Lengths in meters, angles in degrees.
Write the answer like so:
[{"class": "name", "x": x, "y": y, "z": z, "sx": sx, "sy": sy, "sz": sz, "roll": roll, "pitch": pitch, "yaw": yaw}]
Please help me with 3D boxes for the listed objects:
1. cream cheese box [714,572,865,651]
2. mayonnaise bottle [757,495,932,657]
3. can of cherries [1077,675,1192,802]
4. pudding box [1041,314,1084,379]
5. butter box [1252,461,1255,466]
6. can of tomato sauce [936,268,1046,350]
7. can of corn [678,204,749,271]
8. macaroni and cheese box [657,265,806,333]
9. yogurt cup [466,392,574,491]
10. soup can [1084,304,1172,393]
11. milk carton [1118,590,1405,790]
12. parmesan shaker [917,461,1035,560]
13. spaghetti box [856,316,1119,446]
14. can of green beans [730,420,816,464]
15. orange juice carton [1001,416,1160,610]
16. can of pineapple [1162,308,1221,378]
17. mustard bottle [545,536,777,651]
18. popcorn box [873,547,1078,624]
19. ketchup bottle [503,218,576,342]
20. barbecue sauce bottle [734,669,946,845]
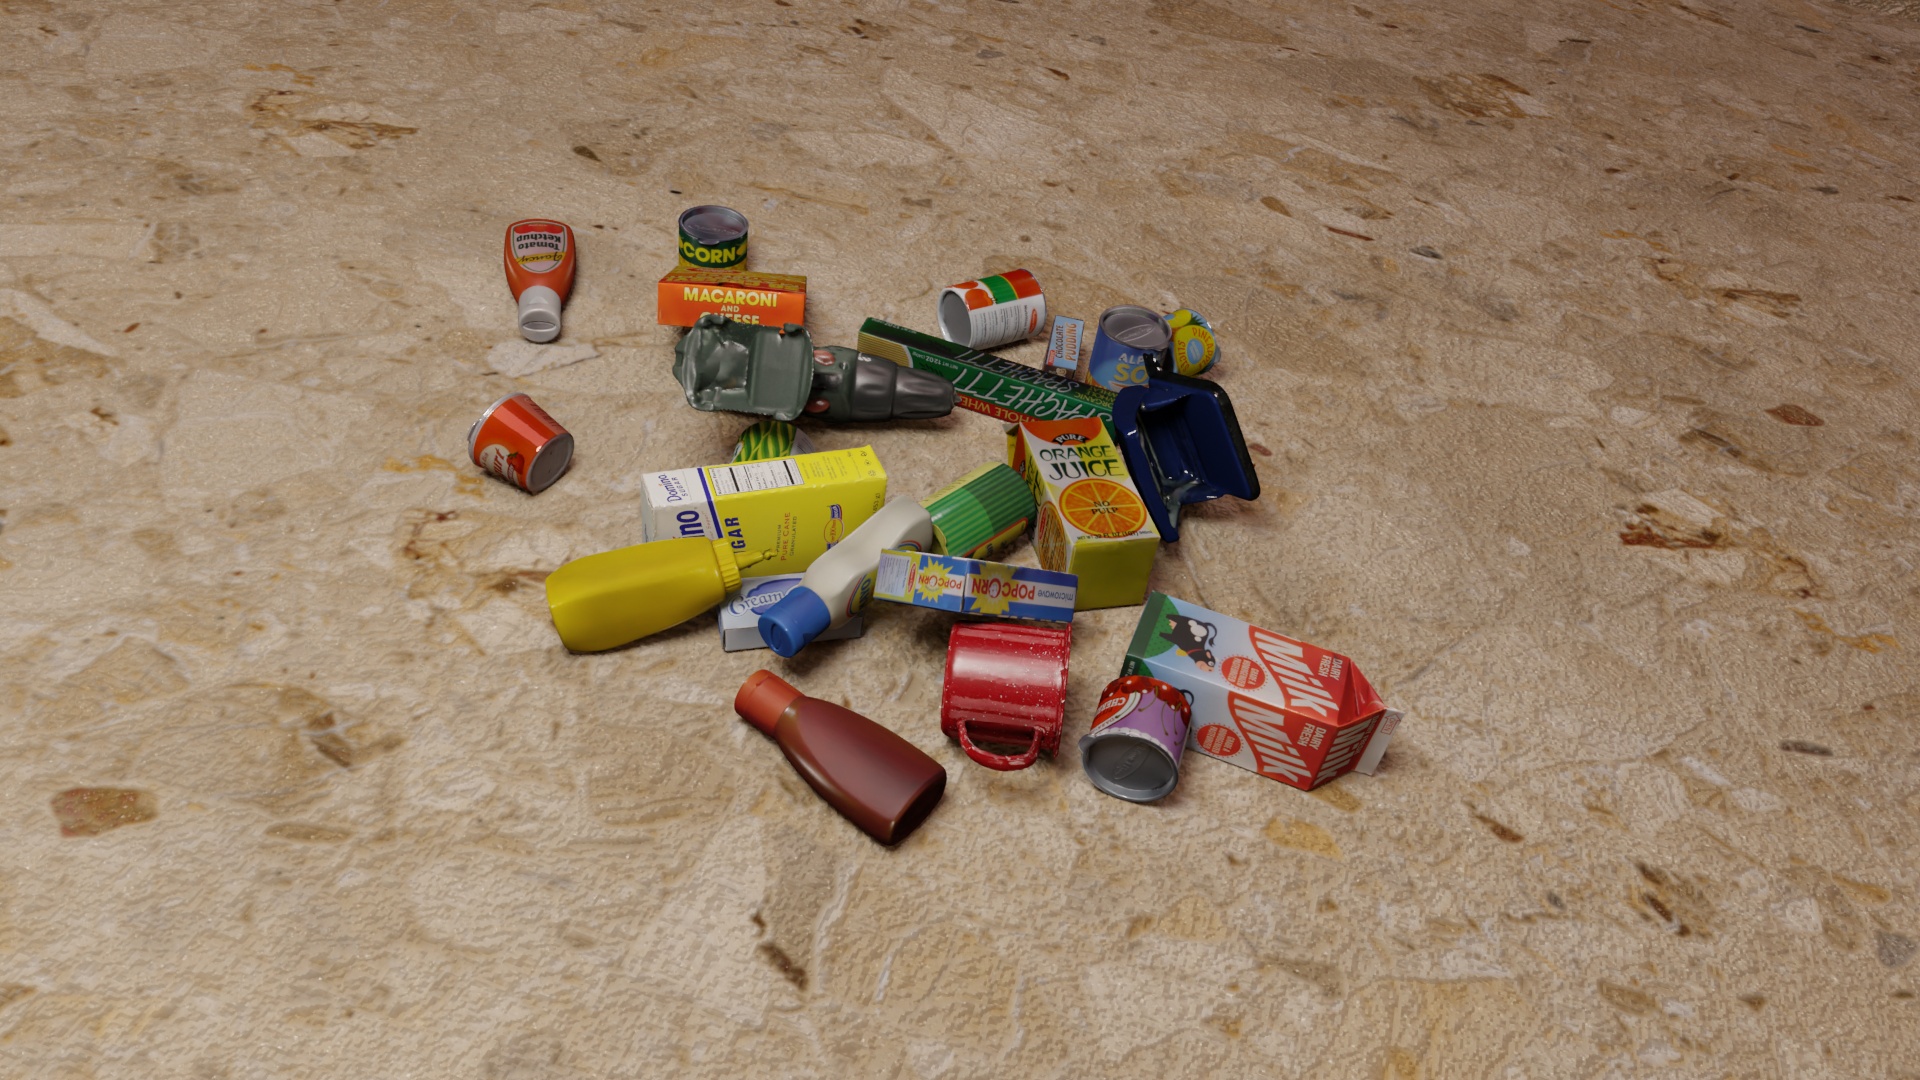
[{"class": "cream cheese box", "x": -0.127, "y": 0.050, "z": 1.021, "sx": 0.104, "sy": 0.024, "sz": 0.053, "roll": -5, "pitch": 43, "yaw": -17}, {"class": "mayonnaise bottle", "x": -0.080, "y": 0.028, "z": 0.992, "sx": 0.041, "sy": 0.064, "sz": 0.149, "roll": 34, "pitch": 51, "yaw": 20}, {"class": "can of cherries", "x": 0.119, "y": 0.133, "z": 0.946, "sx": 0.071, "sy": 0.071, "sz": 0.059, "roll": 18, "pitch": 42, "yaw": 8}, {"class": "pudding box", "x": 0.092, "y": -0.164, "z": 1.280, "sx": 0.030, "sy": 0.049, "sz": 0.084, "roll": 13, "pitch": 43, "yaw": 1}, {"class": "butter box", "x": 0.214, "y": -0.087, "z": 1.239, "sx": 0.053, "sy": 0.024, "sz": 0.104, "roll": -9, "pitch": 46, "yaw": -21}, {"class": "can of tomato sauce", "x": 0.028, "y": -0.217, "z": 1.314, "sx": 0.083, "sy": 0.070, "sz": 0.071, "roll": -18, "pitch": 49, "yaw": -27}, {"class": "can of corn", "x": -0.238, "y": -0.279, "z": 1.333, "sx": 0.071, "sy": 0.058, "sz": 0.071, "roll": 6, "pitch": 42, "yaw": -5}, {"class": "macaroni and cheese box", "x": -0.199, "y": -0.215, "z": 1.233, "sx": 0.124, "sy": 0.040, "sz": 0.167, "roll": 3, "pitch": 15, "yaw": -7}, {"class": "yogurt cup", "x": -0.341, "y": -0.074, "z": 1.087, "sx": 0.054, "sy": 0.072, "sz": 0.073, "roll": 32, "pitch": 46, "yaw": 11}, {"class": "soup can", "x": 0.152, "y": -0.160, "z": 1.262, "sx": 0.071, "sy": 0.083, "sz": 0.072, "roll": 5, "pitch": 42, "yaw": -5}, {"class": "milk carton", "x": 0.210, "y": 0.112, "z": 0.985, "sx": 0.191, "sy": 0.072, "sz": 0.074, "roll": 20, "pitch": 42, "yaw": 10}, {"class": "parmesan shaker", "x": 0.004, "y": -0.014, "z": 1.083, "sx": 0.071, "sy": 0.071, "sz": 0.103, "roll": 37, "pitch": 48, "yaw": 26}, {"class": "spaghetti box", "x": 0.026, "y": -0.139, "z": 1.240, "sx": 0.250, "sy": 0.049, "sz": 0.029, "roll": 18, "pitch": 45, "yaw": 9}, {"class": "can of green beans", "x": -0.150, "y": -0.052, "z": 1.098, "sx": 0.071, "sy": 0.070, "sz": 0.058, "roll": 8, "pitch": 42, "yaw": -2}, {"class": "orange juice carton", "x": 0.091, "y": -0.037, "z": 1.124, "sx": 0.072, "sy": 0.072, "sz": 0.193, "roll": -5, "pitch": 44, "yaw": -15}, {"class": "can of pineapple", "x": 0.199, "y": -0.178, "z": 1.303, "sx": 0.058, "sy": 0.070, "sz": 0.071, "roll": -26, "pitch": 53, "yaw": -32}, {"class": "mustard bottle", "x": -0.208, "y": 0.030, "z": 0.983, "sx": 0.160, "sy": 0.065, "sz": 0.049, "roll": -16, "pitch": 44, "yaw": -12}, {"class": "popcorn box", "x": 0.013, "y": 0.033, "z": 0.992, "sx": 0.085, "sy": 0.038, "sz": 0.127, "roll": 7, "pitch": -1, "yaw": 42}, {"class": "ketchup bottle", "x": -0.385, "y": -0.238, "z": 1.272, "sx": 0.065, "sy": 0.043, "sz": 0.149, "roll": -3, "pitch": 44, "yaw": -14}, {"class": "barbecue sauce bottle", "x": -0.084, "y": 0.138, "z": 0.921, "sx": 0.149, "sy": 0.043, "sz": 0.065, "roll": 31, "pitch": 46, "yaw": 22}]
